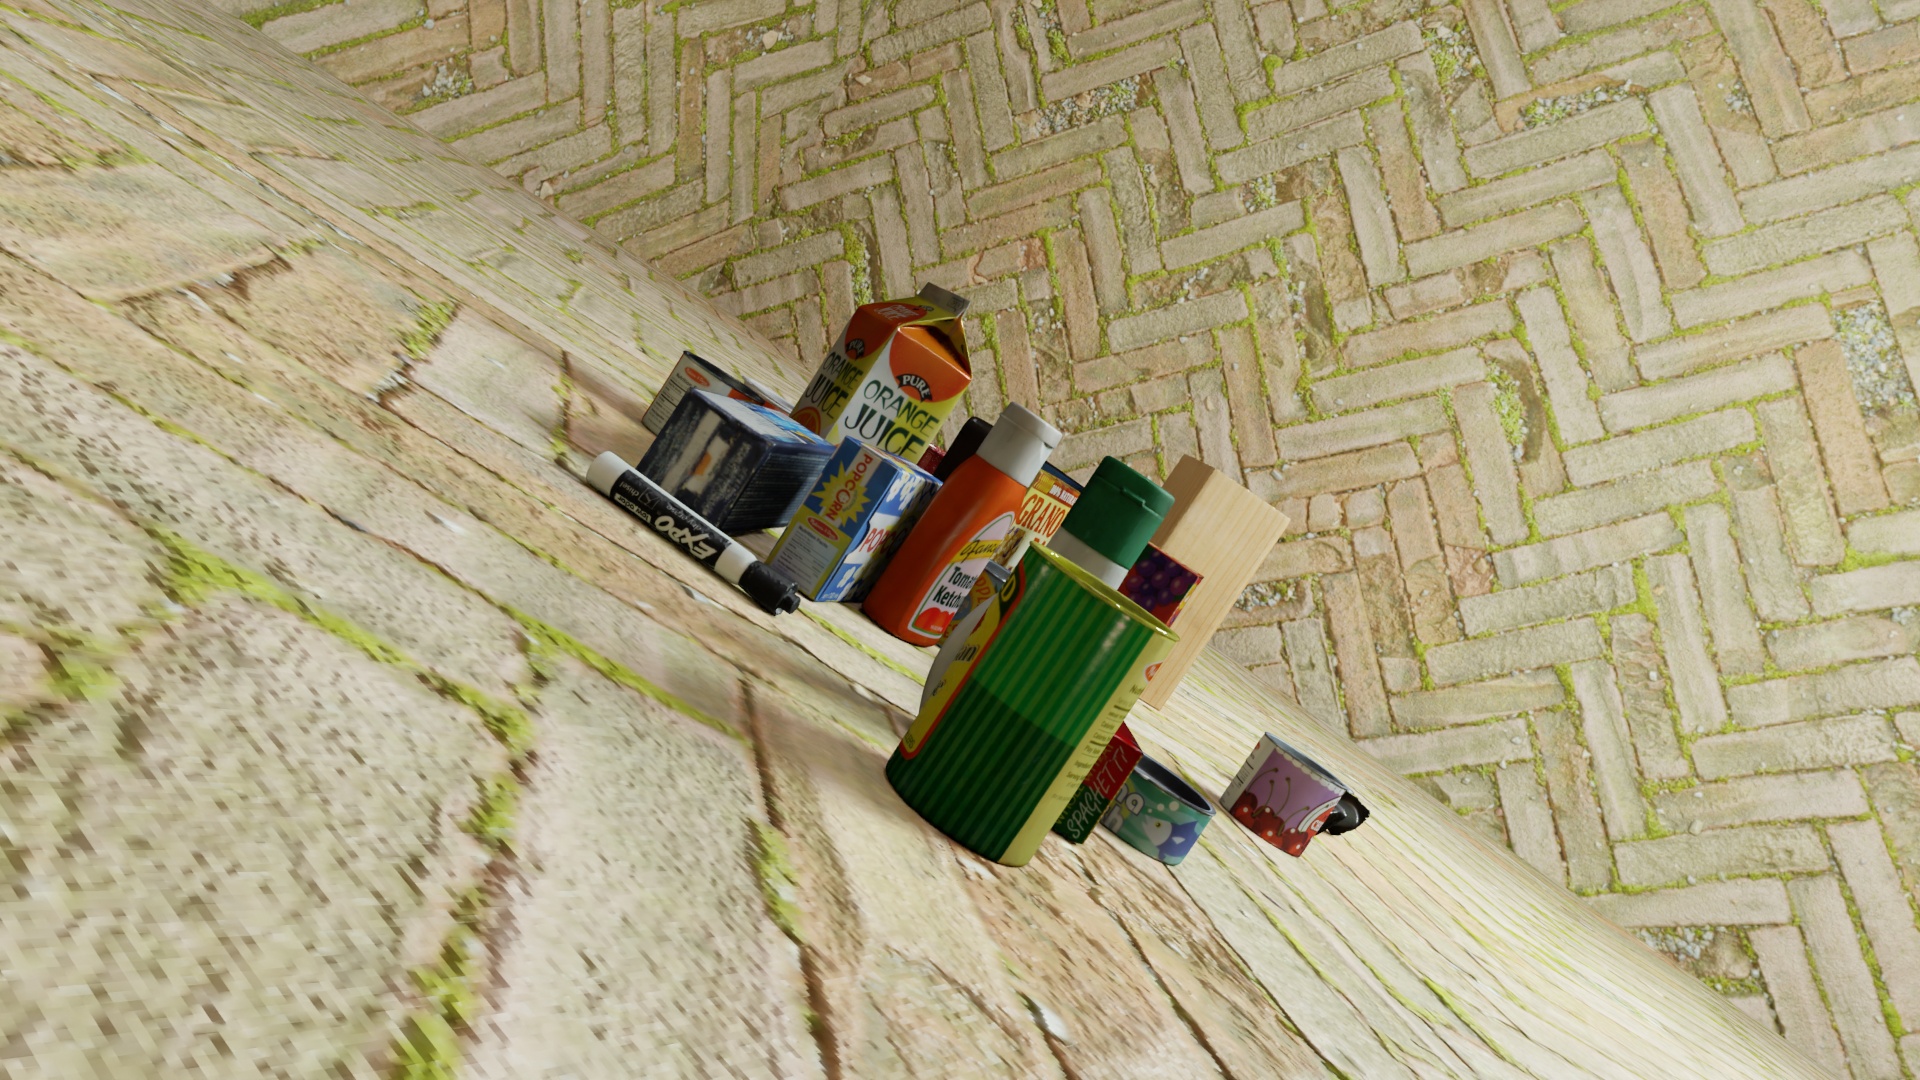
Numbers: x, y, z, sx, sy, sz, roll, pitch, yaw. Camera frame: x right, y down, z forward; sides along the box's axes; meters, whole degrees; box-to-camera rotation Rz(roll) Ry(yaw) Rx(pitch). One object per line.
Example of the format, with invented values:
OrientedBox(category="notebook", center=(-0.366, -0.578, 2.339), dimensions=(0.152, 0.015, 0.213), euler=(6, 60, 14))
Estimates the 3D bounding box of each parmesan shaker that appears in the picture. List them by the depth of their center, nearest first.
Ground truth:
OrientedBox(category="parmesan shaker", center=(0.025, 0.060, 0.516), dimensions=(0.071, 0.103, 0.071), euler=(33, 4, -3))

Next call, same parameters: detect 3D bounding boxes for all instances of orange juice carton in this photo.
OrientedBox(category="orange juice carton", center=(-0.061, -0.095, 0.975), dimensions=(0.073, 0.192, 0.072), euler=(31, 5, -32))

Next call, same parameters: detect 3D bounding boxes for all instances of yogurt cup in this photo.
OrientedBox(category="yogurt cup", center=(-0.161, -0.093, 1.137), dimensions=(0.072, 0.054, 0.072), euler=(33, 4, -3))

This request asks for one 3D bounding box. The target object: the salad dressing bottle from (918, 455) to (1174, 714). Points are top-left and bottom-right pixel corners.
OrientedBox(category="salad dressing bottle", center=(0.039, 0.034, 0.606), dimensions=(0.064, 0.147, 0.044), euler=(33, 4, 0))

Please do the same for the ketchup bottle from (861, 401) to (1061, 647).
OrientedBox(category="ketchup bottle", center=(0.003, -0.010, 0.806), dimensions=(0.043, 0.148, 0.064), euler=(35, 4, 24))

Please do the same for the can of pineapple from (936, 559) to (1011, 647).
OrientedBox(category="can of pineapple", center=(0.012, 0.044, 0.869), dimensions=(0.071, 0.058, 0.071), euler=(33, 4, -3))

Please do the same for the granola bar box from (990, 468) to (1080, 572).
OrientedBox(category="granola bar box", center=(0.031, 0.002, 1.021), dimensions=(0.039, 0.124, 0.165), euler=(35, 5, 17))

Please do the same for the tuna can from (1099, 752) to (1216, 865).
OrientedBox(category="tuna can", center=(0.089, 0.128, 0.685), dimensions=(0.071, 0.033, 0.071), euler=(33, 5, -3))

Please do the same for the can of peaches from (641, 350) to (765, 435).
OrientedBox(category="can of peaches", center=(-0.177, -0.089, 0.965), dimensions=(0.071, 0.058, 0.071), euler=(33, 4, -3))

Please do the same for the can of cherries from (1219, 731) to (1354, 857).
OrientedBox(category="can of cherries", center=(0.222, 0.174, 0.945), dimensions=(0.071, 0.058, 0.071), euler=(33, 4, -3))

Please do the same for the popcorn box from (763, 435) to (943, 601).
OrientedBox(category="popcorn box", center=(-0.056, -0.009, 0.794), dimensions=(0.038, 0.085, 0.127), euler=(34, 5, 11))

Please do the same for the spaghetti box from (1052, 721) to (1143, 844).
OrientedBox(category="spaghetti box", center=(0.050, 0.090, 0.712), dimensions=(0.028, 0.050, 0.250), euler=(33, 5, -5))

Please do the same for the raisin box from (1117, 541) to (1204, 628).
OrientedBox(category="raisin box", center=(0.099, 0.053, 0.965), dimensions=(0.086, 0.123, 0.040), euler=(34, 4, 13))
